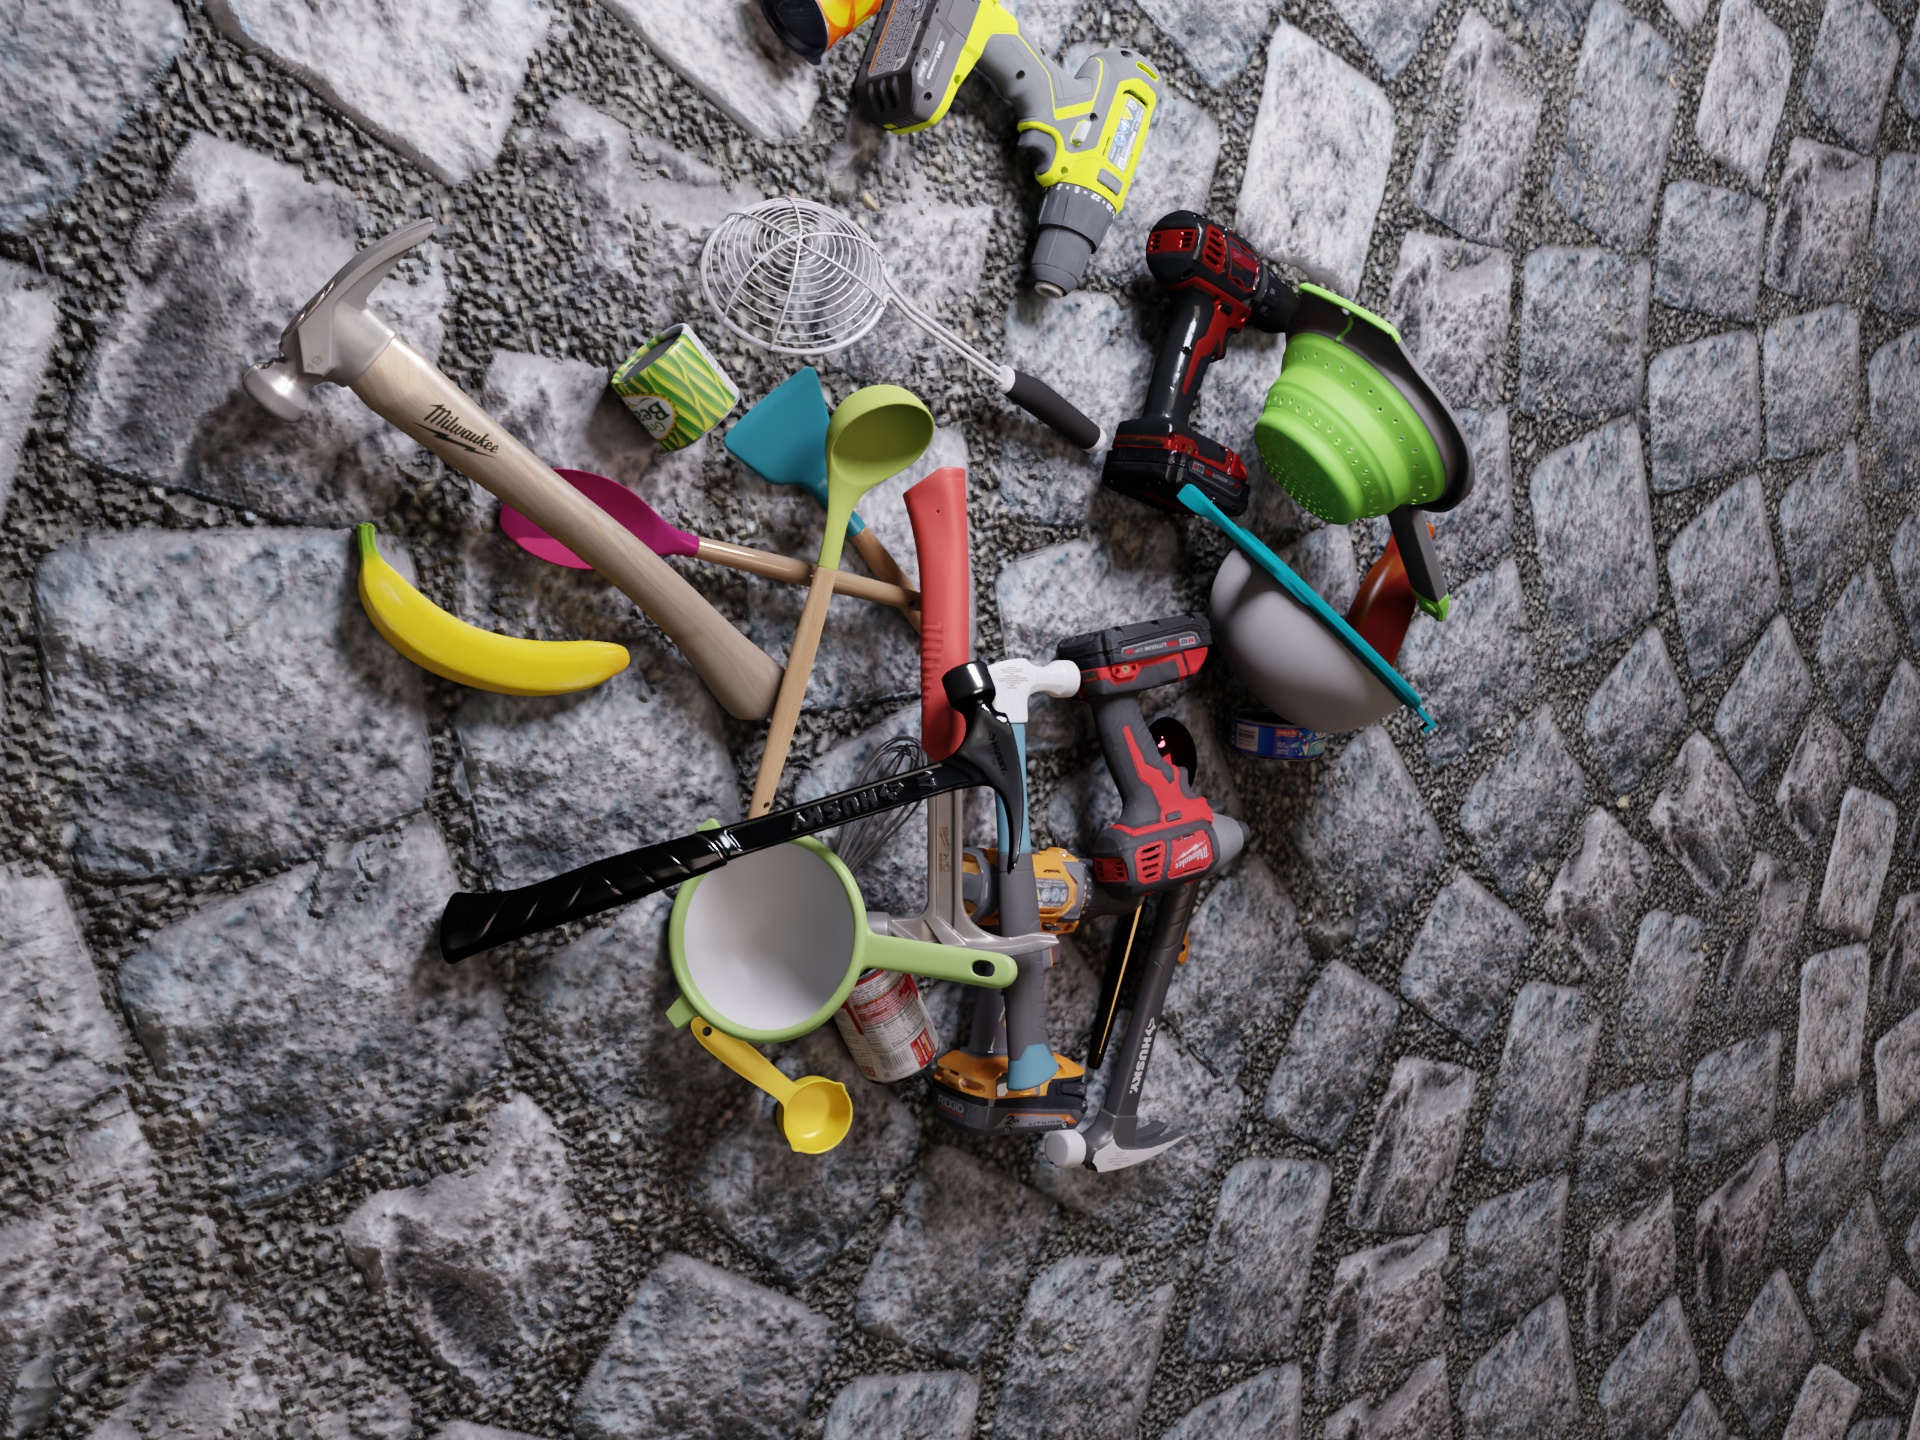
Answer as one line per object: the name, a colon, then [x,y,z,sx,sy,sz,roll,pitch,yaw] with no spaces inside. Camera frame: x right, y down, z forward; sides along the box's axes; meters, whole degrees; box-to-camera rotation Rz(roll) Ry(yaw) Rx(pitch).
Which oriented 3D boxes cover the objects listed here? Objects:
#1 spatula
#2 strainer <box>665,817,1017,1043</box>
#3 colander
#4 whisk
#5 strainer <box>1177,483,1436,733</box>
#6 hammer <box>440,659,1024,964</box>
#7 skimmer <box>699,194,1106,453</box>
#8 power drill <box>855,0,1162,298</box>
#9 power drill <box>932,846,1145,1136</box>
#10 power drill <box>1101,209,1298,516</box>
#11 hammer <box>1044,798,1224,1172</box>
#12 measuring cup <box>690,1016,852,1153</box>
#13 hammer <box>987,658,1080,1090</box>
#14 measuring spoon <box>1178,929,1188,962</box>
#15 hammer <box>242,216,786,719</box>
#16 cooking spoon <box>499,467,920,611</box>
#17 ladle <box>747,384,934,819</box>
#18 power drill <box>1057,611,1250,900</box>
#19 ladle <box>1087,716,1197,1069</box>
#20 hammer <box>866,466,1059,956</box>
spatula: [-0.060,-0.119,1.184,0.082,0.044,0.317,-42,121,-7]
strainer: [-0.079,0.160,1.132,0.069,0.256,0.151,30,67,-73]
colander: [0.337,-0.182,1.335,0.094,0.205,0.396,-42,138,-4]
whisk: [-0.089,0.118,1.205,0.055,0.055,0.239,31,85,-34]
strainer: [0.242,-0.081,1.294,0.095,0.211,0.340,-47,138,12]
hammer: [-0.149,0.086,1.079,0.409,0.036,0.149,-18,77,-10]
skimmer: [-0.028,-0.270,1.183,0.363,0.090,0.127,23,57,-46]
power drill: [0.040,-0.442,1.177,0.228,0.080,0.190,23,85,-38]
power drill: [0.068,0.217,1.311,0.185,0.084,0.226,6,90,-35]
power drill: [0.209,-0.286,1.315,0.187,0.080,0.227,12,89,-48]
hammer: [0.173,0.230,1.389,0.146,0.035,0.335,12,95,-42]
measuring cup: [-0.148,0.270,1.209,0.156,0.029,0.062,43,74,-19]
hammer: [0.044,0.116,1.231,0.128,0.033,0.331,0,83,-30]
measuring spoon: [0.196,0.165,1.427,0.021,0.011,0.117,-17,107,-31]
hammer: [-0.243,-0.135,1.032,0.146,0.038,0.410,-44,126,5]
cooking spoon: [-0.162,-0.115,1.113,0.318,0.017,0.068,12,113,-30]
ladle: [-0.093,-0.078,1.110,0.078,0.062,0.320,12,96,-48]
power drill: [0.164,0.028,1.309,0.143,0.078,0.219,-11,91,-28]
ladle: [0.154,0.152,1.390,0.069,0.031,0.315,12,93,-37]
hammer: [-0.002,-0.004,1.165,0.149,0.037,0.359,0,94,-4]
